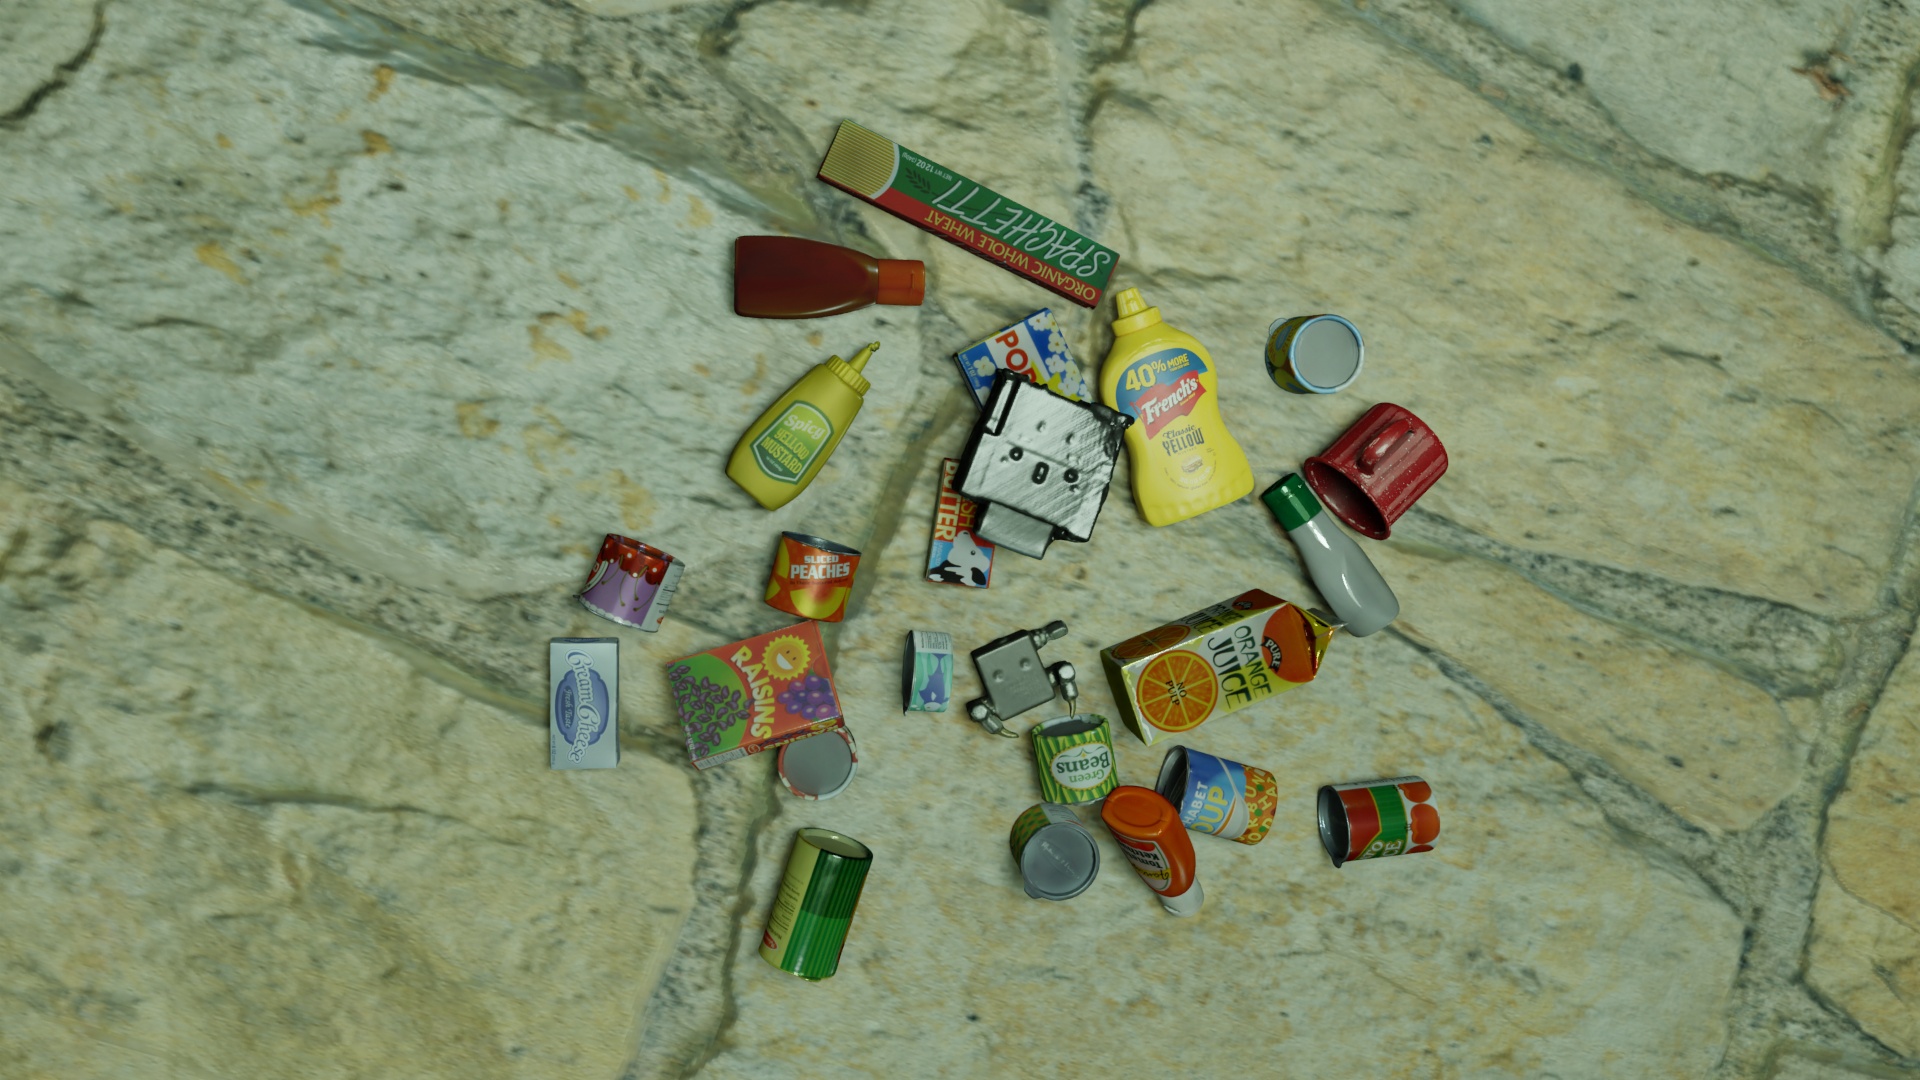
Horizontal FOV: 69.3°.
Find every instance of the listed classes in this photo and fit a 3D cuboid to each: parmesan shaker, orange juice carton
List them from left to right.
[{"bbox_3d":[-0.115,0.295,1.128,0.071,0.071,0.103,18,92,-10],"label":"parmesan shaker"},{"bbox_3d":[0.223,0.097,1.160,0.193,0.072,0.073,-21,99,-6],"label":"orange juice carton"}]

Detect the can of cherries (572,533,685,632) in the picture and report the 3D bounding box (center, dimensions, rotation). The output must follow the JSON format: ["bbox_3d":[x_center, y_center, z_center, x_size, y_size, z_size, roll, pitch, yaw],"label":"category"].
[{"bbox_3d":[-0.259,0.032,1.083,0.071,0.071,0.058,23,92,-10],"label":"can of cherries"}]

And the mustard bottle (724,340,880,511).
[{"bbox_3d":[-0.118,-0.099,1.101,0.065,0.049,0.160,39,89,-12],"label":"mustard bottle"}]

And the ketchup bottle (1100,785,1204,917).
[{"bbox_3d":[0.166,0.261,1.149,0.044,0.065,0.148,-54,137,-25],"label":"ketchup bottle"}]

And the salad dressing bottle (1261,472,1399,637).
[{"bbox_3d":[0.311,0.011,1.174,0.043,0.064,0.147,-34,94,40],"label":"salad dressing bottle"}]

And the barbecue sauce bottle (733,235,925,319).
[{"bbox_3d":[-0.103,-0.206,1.096,0.149,0.044,0.064,1,96,-9],"label":"barbecue sauce bottle"}]

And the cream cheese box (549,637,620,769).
[{"bbox_3d":[-0.300,0.129,1.108,0.053,0.024,0.103,0,96,-10],"label":"cream cheese box"}]

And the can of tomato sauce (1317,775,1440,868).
[{"bbox_3d":[0.360,0.242,1.197,0.083,0.071,0.071,-5,97,-9],"label":"can of tomato sauce"}]

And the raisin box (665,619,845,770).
[{"bbox_3d":[-0.162,0.122,1.104,0.123,0.040,0.086,-16,68,-7],"label":"raisin box"}]

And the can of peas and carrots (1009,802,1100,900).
[{"bbox_3d":[0.076,0.261,1.160,0.071,0.059,0.071,-1,96,-8],"label":"can of peas and carrots"}]

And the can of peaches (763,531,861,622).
[{"bbox_3d":[-0.117,0.029,1.102,0.071,0.071,0.058,16,94,-10],"label":"can of peaches"}]

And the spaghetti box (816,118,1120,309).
[{"bbox_3d":[0.009,-0.260,1.115,0.250,0.029,0.050,24,93,-10],"label":"spaghetti box"}]

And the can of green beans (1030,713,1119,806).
[{"bbox_3d":[0.095,0.181,1.151,0.071,0.071,0.057,-11,97,-7],"label":"can of green beans"}]

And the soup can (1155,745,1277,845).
[{"bbox_3d":[0.215,0.218,1.171,0.084,0.071,0.071,17,93,-10],"label":"soup can"}]

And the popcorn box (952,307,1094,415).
[{"bbox_3d":[0.059,-0.115,1.131,0.085,0.038,0.126,-27,99,-5],"label":"popcorn box"}]

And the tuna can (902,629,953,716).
[{"bbox_3d":[-0.027,0.109,1.126,0.033,0.071,0.071,4,95,-9],"label":"tuna can"}]

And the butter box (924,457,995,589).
[{"bbox_3d":[0.004,-0.014,1.140,0.053,0.024,0.103,9,94,-9],"label":"butter box"}]

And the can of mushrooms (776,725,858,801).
[{"bbox_3d":[-0.119,0.176,1.136,0.071,0.033,0.071,-1,97,-8],"label":"can of mushrooms"}]

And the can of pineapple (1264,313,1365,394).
[{"bbox_3d":[0.292,-0.155,1.153,0.071,0.058,0.071,-1,96,-8],"label":"can of pineapple"}]
